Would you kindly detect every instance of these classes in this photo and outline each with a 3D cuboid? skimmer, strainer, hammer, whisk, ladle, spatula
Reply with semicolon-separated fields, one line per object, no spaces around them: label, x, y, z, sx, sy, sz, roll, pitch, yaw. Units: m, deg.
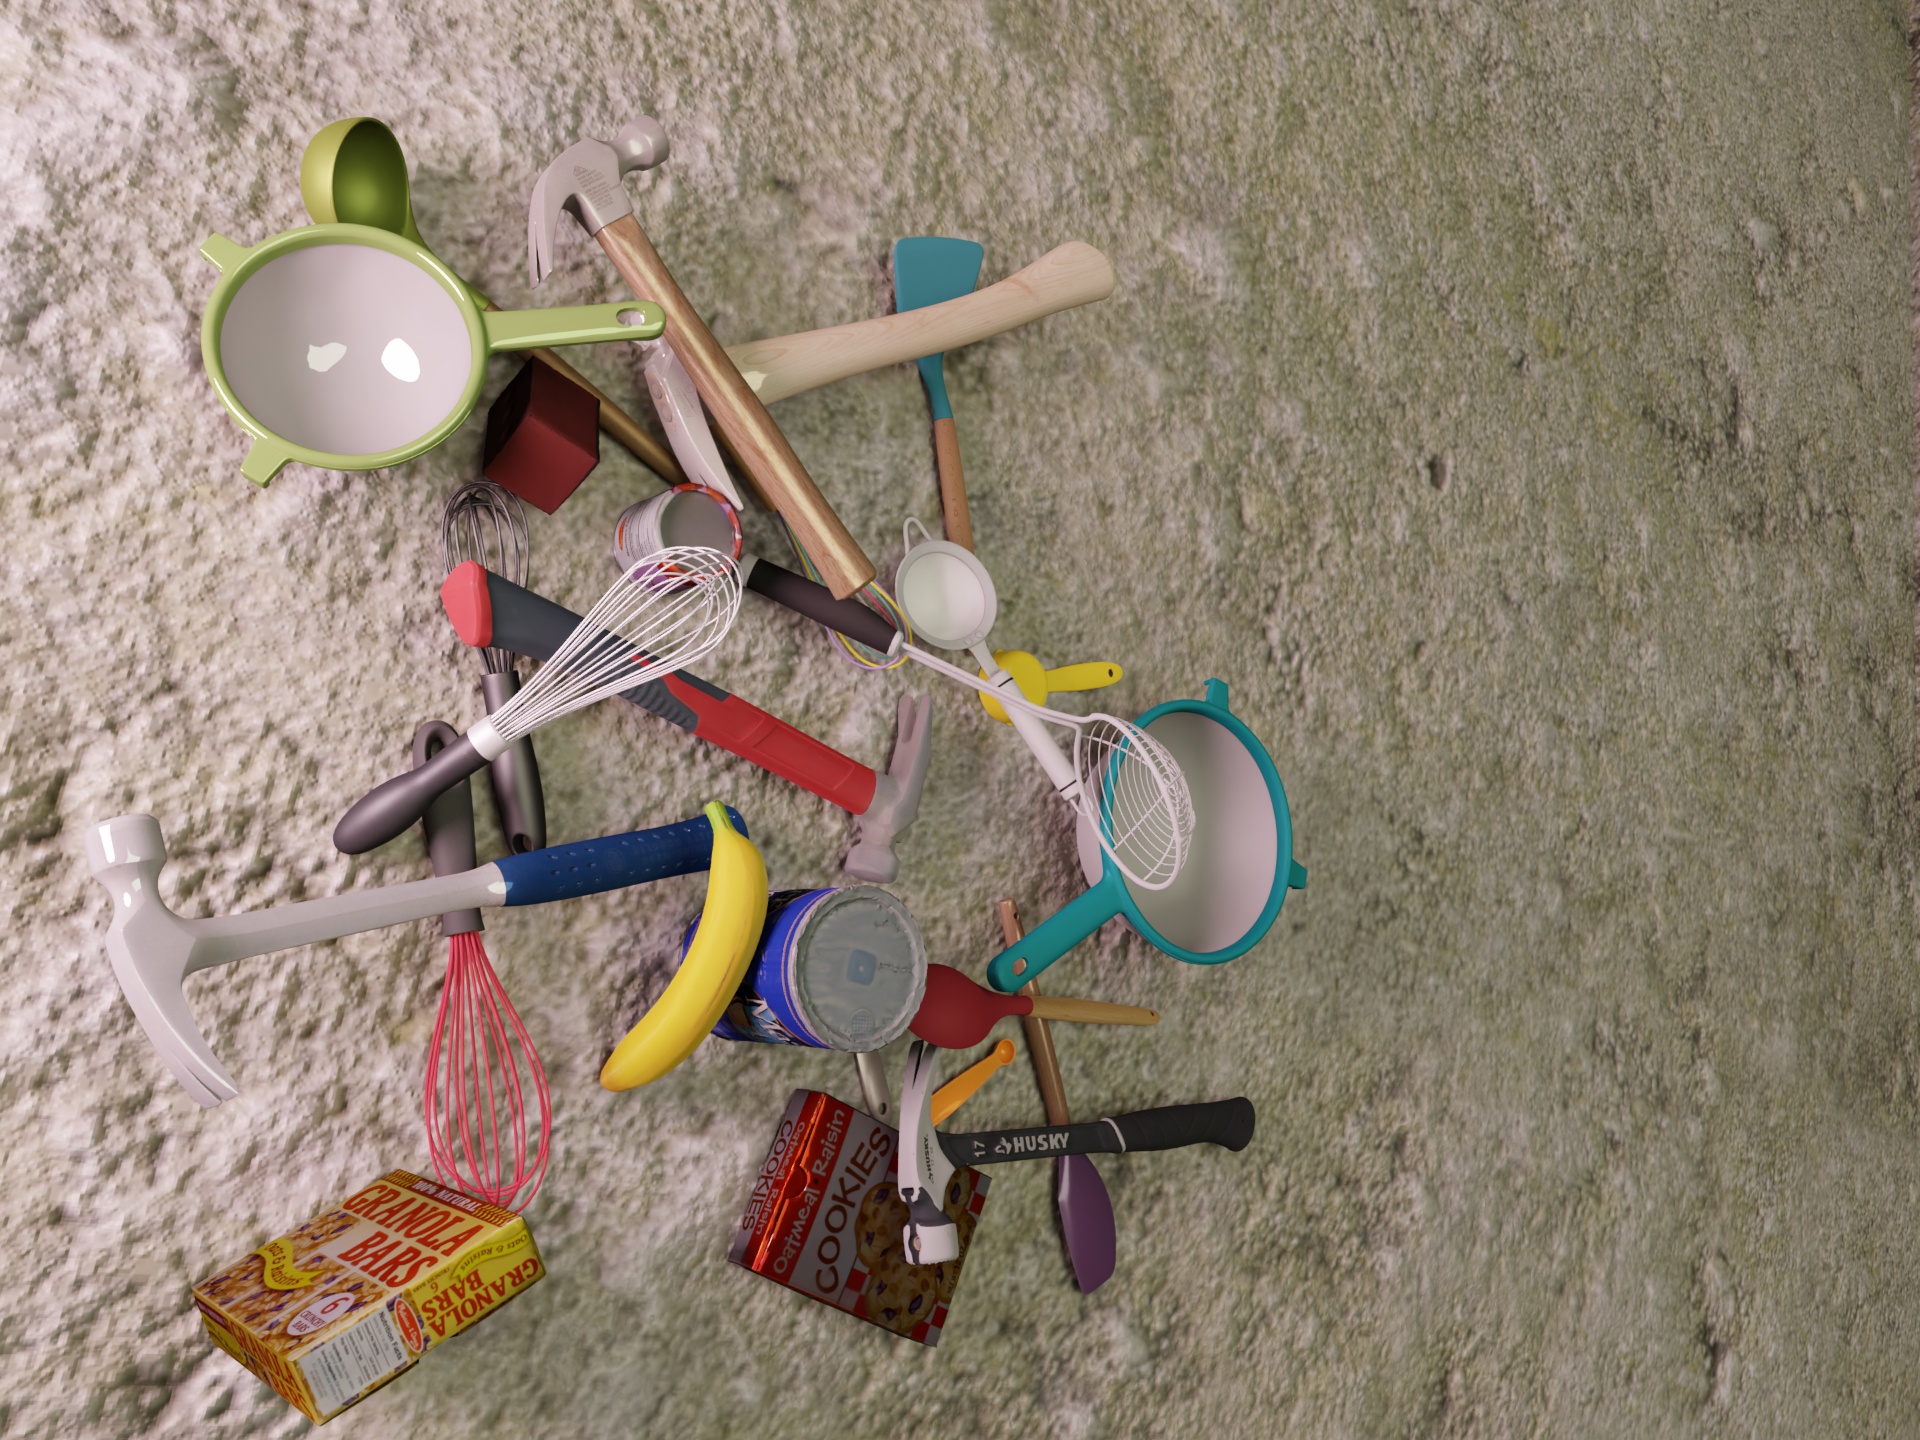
skimmer;-0.002;-0.003;1.092;0.363;0.127;0.090;26;63;-1
strainer;-0.303;-0.213;0.934;0.256;0.069;0.151;-11;79;-21
hammer;-0.273;0.101;0.906;0.405;0.035;0.144;-8;77;-53
whisk;-0.243;-0.009;0.909;0.284;0.070;0.070;-35;110;2
ladle;0.064;0.218;1.199;0.315;0.031;0.069;16;39;-50
strainer;0.023;-0.035;1.191;0.087;0.050;0.258;-31;85;-32
hammer;-0.159;-0.220;1.031;0.130;0.031;0.331;-41;105;-31
spatula;0.074;0.290;1.237;0.060;0.018;0.316;-20;98;-46
strainer;0.122;0.120;1.253;0.340;0.095;0.211;-31;101;-36
spatula;-0.004;-0.208;1.225;0.082;0.044;0.317;-8;90;-35
whisk;-0.279;-0.028;0.973;0.055;0.055;0.239;-11;95;-40
hammer;-0.037;-0.271;1.159;0.410;0.038;0.146;-25;95;-33
whisk;-0.290;0.144;0.935;0.073;0.073;0.296;-4;80;-40
hammer;0.102;0.314;1.217;0.408;0.036;0.149;10;68;-46
ladle;-0.273;-0.246;1.002;0.319;0.062;0.078;40;52;-31
hammer;-0.161;-0.020;1.039;0.385;0.038;0.143;31;64;-42
whisk;-0.111;-0.138;1.130;0.051;0.047;0.244;-46;109;-33

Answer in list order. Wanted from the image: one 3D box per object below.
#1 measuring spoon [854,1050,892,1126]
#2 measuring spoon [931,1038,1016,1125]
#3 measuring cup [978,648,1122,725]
measuring spoon;-0.064;0.231;1.131;0.034;0.018;0.124;-18;96;-40
measuring spoon;-0.002;0.273;1.184;0.117;0.011;0.021;-32;106;-34
measuring cup;0.082;-0.033;1.280;0.156;0.029;0.062;-9;90;-38
